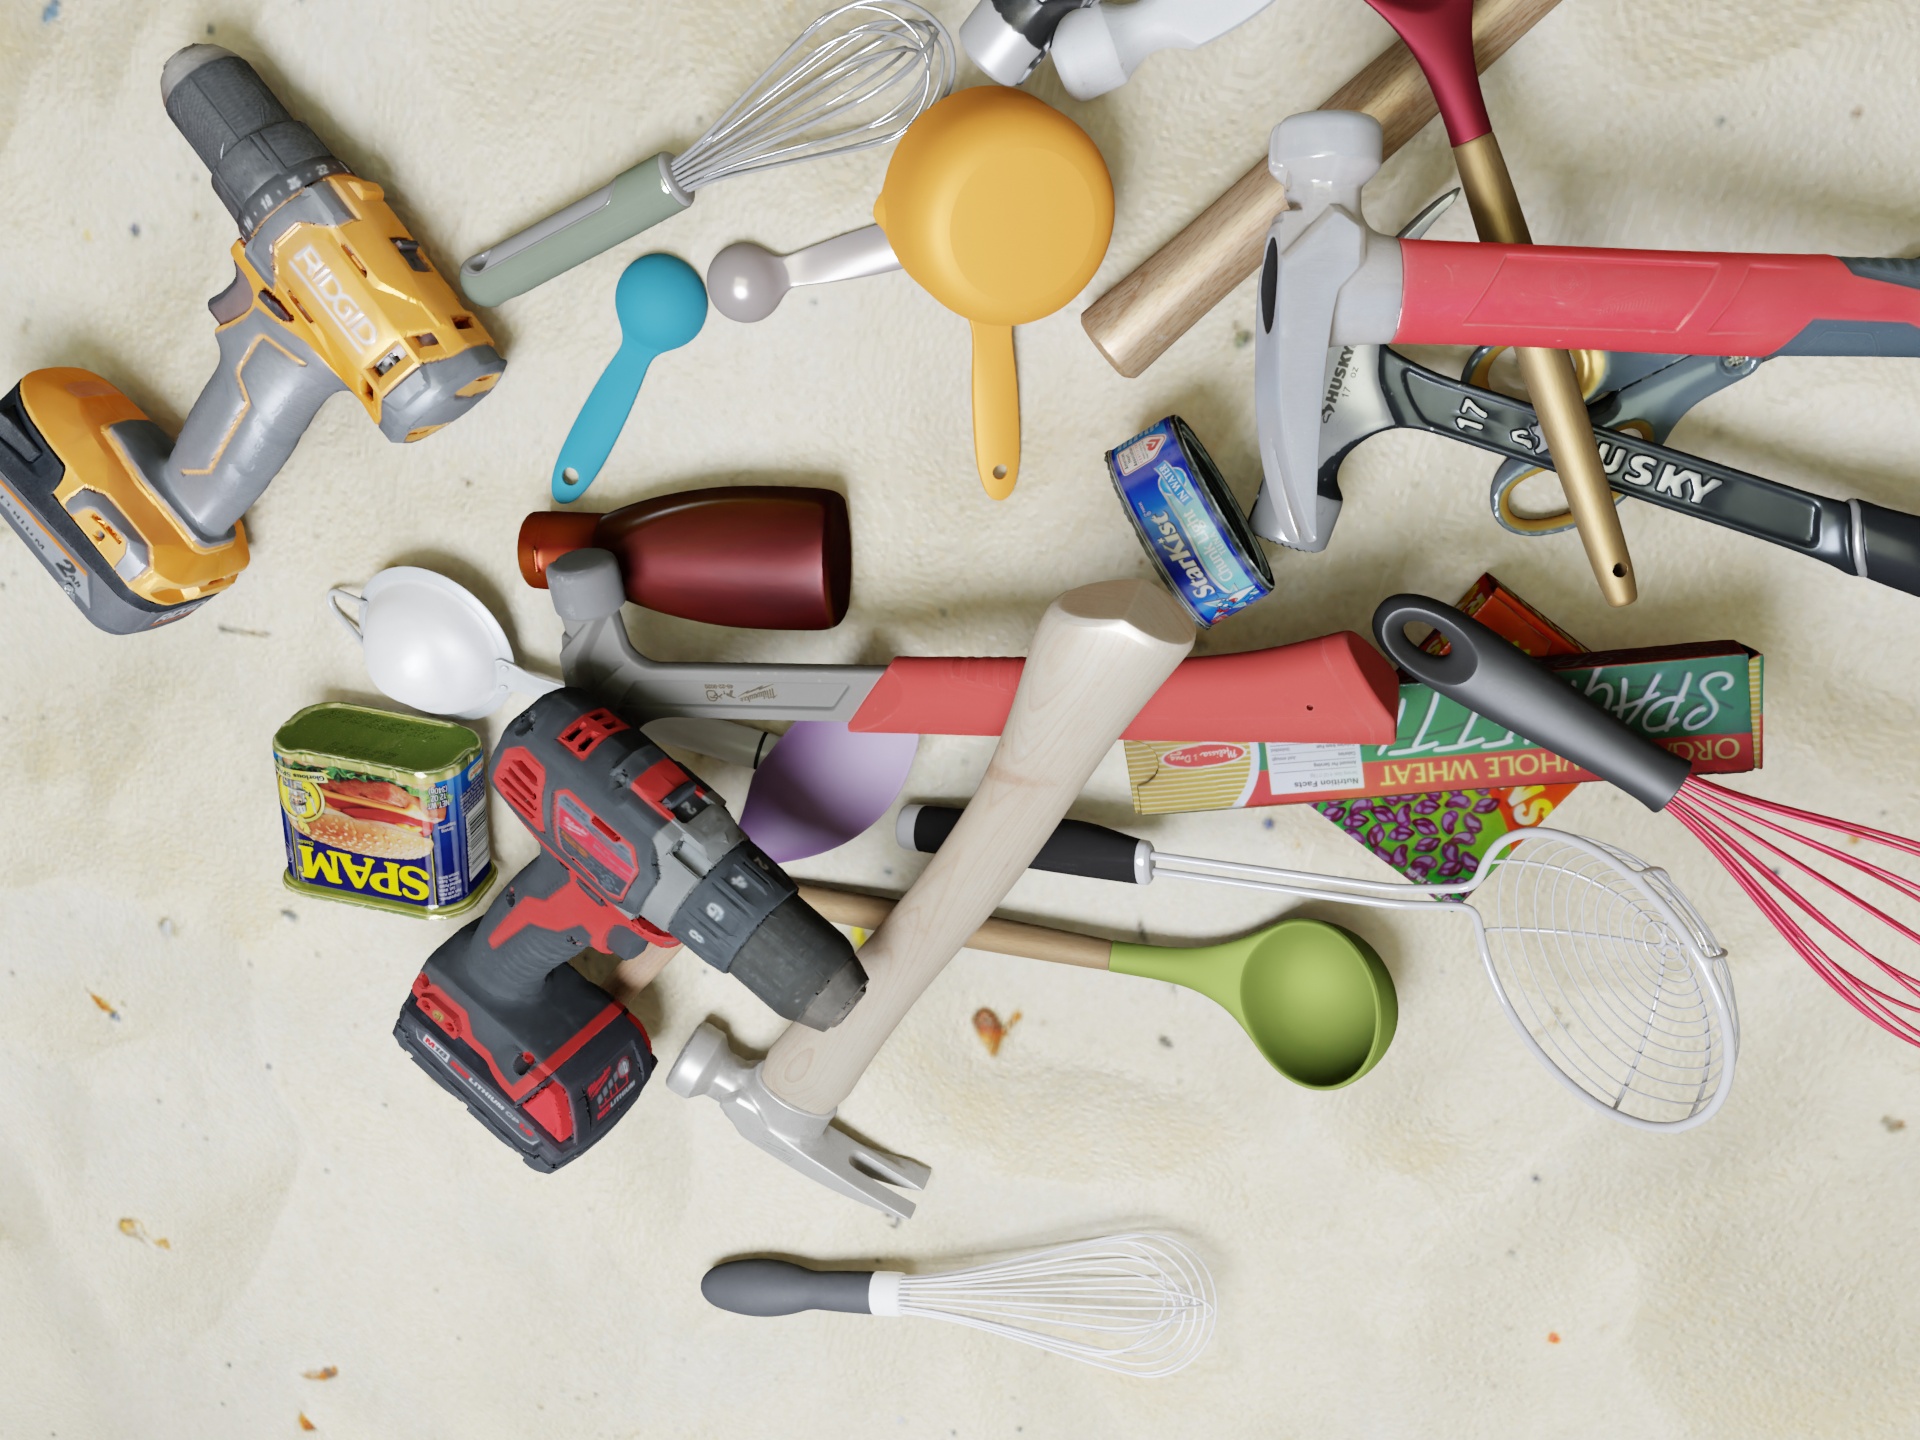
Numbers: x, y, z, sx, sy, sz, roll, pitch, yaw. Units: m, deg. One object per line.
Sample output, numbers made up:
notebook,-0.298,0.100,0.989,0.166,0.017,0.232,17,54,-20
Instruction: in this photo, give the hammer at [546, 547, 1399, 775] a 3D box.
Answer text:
hammer,-0.001,-0.002,0.673,0.359,0.037,0.149,1,122,18

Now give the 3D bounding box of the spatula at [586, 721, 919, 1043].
spatula,-0.128,0.093,0.789,0.060,0.018,0.316,45,116,0

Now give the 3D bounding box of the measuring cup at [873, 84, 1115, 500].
measuring cup,0.019,-0.164,0.649,0.095,0.052,0.173,-10,119,-12

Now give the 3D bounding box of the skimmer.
skimmer,0.128,0.086,0.673,0.363,0.090,0.127,7,126,22

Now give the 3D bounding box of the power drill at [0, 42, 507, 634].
power drill,-0.342,-0.168,0.716,0.226,0.084,0.185,-34,98,16

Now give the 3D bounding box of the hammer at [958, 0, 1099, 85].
hammer,-0.047,-0.404,0.569,0.335,0.035,0.146,48,125,1

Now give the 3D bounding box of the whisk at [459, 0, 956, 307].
whisk,-0.113,-0.231,0.666,0.246,0.058,0.059,-20,139,21

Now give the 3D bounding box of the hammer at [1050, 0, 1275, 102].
hammer,0.031,-0.447,0.564,0.144,0.035,0.405,-19,105,17

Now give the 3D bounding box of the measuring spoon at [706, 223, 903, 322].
measuring spoon,-0.052,-0.197,0.680,0.124,0.018,0.034,-10,107,13

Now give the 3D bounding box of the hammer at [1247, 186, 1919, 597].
hammer,0.330,-0.082,0.618,0.409,0.036,0.149,18,107,4

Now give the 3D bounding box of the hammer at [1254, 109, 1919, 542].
hammer,0.296,-0.132,0.566,0.386,0.038,0.143,0,97,-6

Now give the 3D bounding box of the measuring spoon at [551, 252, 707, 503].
measuring spoon,-0.157,-0.150,0.715,0.042,0.021,0.128,33,111,-2

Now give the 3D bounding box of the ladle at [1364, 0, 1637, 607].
ladle,0.197,-0.188,0.582,0.069,0.031,0.315,-21,101,5

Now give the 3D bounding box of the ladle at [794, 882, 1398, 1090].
ladle,0.044,0.110,0.755,0.320,0.062,0.078,9,100,10

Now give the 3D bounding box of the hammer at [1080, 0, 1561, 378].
hammer,0.179,-0.253,0.609,0.331,0.031,0.130,-38,99,21

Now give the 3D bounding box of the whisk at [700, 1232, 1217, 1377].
whisk,-0.007,0.304,0.837,0.284,0.070,0.070,-4,109,17

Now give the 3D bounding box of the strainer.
strainer,-0.194,-0.013,0.765,0.258,0.050,0.086,16,128,1

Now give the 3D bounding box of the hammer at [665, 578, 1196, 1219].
hammer,-0.006,0.094,0.698,0.146,0.038,0.410,31,132,-2

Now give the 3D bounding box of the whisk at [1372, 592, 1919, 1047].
whisk,0.285,0.036,0.598,0.296,0.073,0.073,34,113,11

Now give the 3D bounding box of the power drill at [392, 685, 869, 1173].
power drill,-0.153,0.113,0.725,0.188,0.080,0.226,40,128,6
